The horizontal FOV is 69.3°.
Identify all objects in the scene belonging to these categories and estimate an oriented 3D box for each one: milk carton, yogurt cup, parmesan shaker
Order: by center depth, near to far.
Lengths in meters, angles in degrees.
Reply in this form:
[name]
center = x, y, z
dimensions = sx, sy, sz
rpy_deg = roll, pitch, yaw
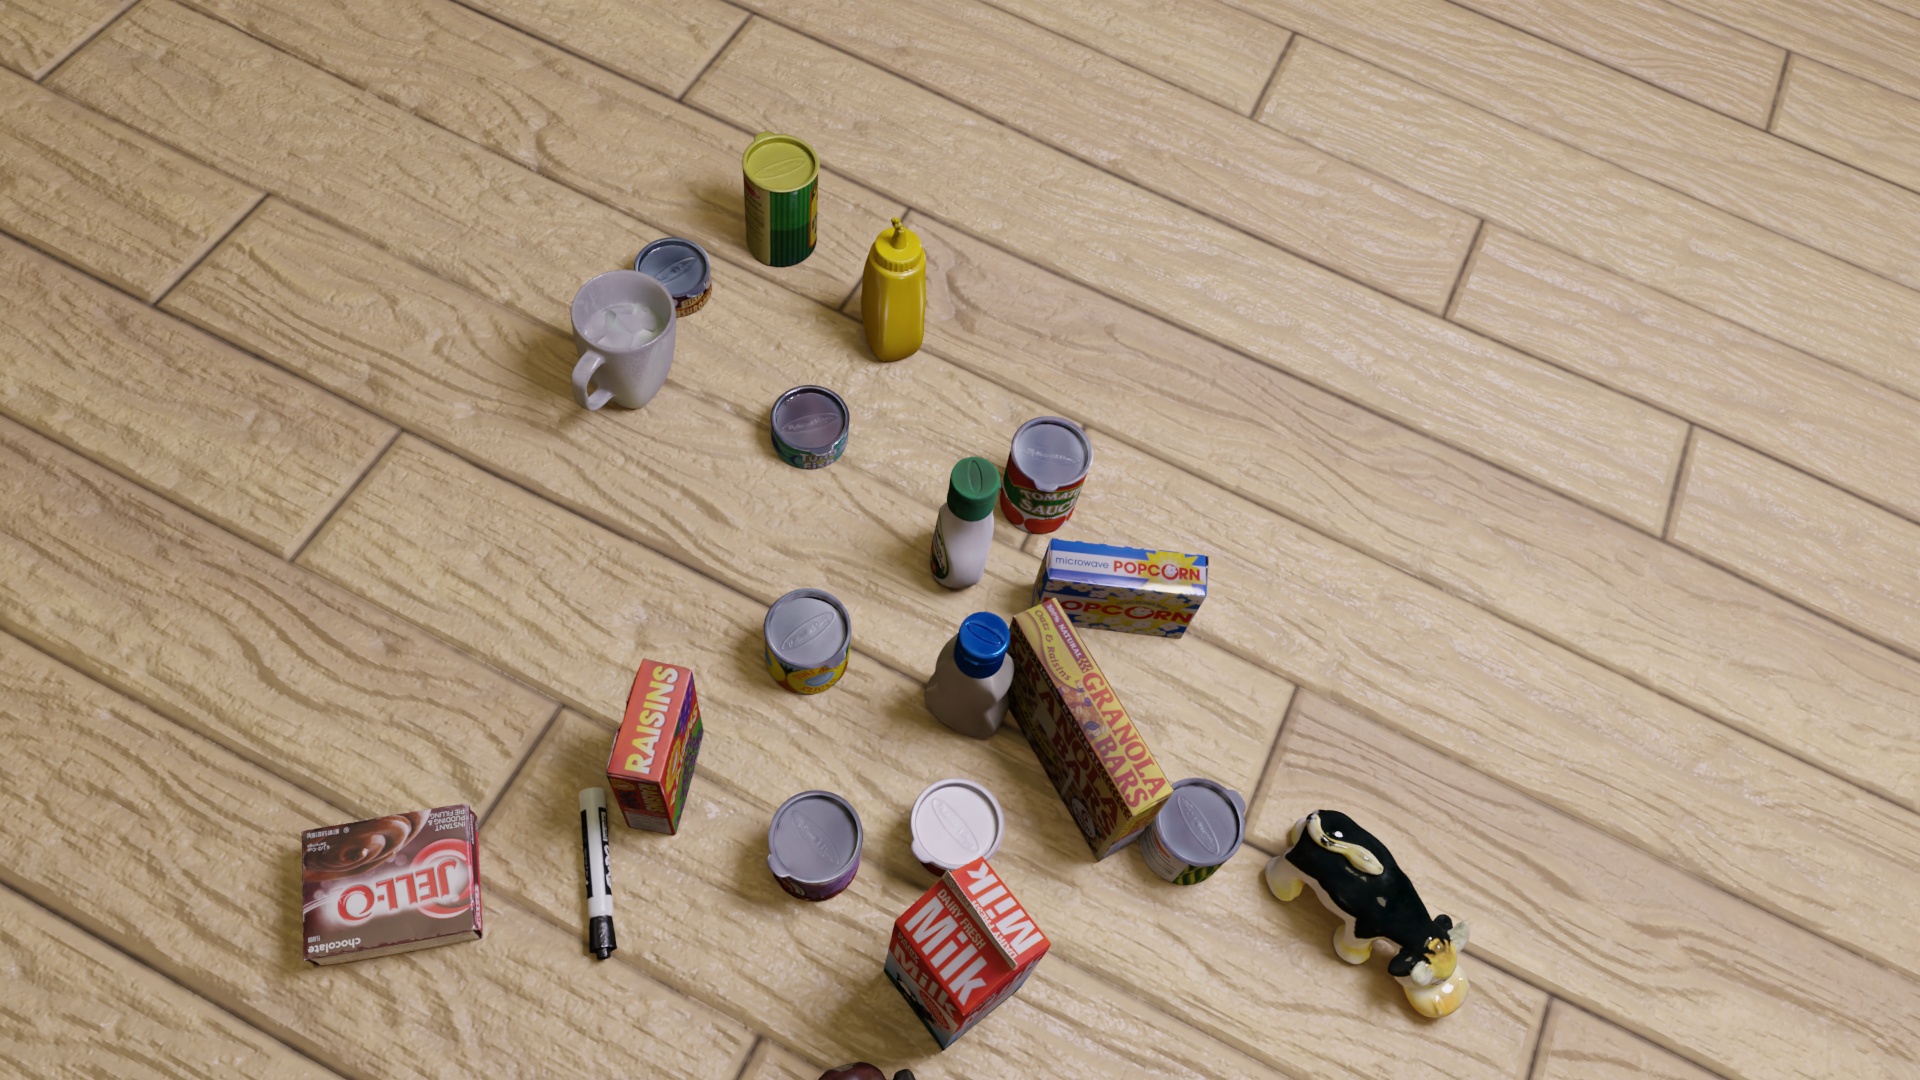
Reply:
[milk carton]
center = 0.003, 0.267, 0.904
dimensions = 0.074, 0.189, 0.072
rpy_deg = -33, 71, -21
[yogurt cup]
center = -0.005, 0.213, 1.010
dimensions = 0.072, 0.053, 0.073
rpy_deg = 3, 62, -5
[parmesan shaker]
center = -0.161, -0.304, 1.240
dimensions = 0.071, 0.102, 0.071
rpy_deg = 3, 62, -5

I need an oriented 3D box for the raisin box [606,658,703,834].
[raisin box]
center = -0.214, 0.147, 0.981
dimensions = 0.040, 0.122, 0.086
rpy_deg = 12, 62, 0

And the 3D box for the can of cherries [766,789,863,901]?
[can of cherries]
center = -0.106, 0.220, 0.991
dimensions = 0.071, 0.058, 0.072
rpy_deg = 3, 62, -5

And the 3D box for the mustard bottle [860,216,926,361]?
[mustard bottle]
center = -0.055, -0.217, 1.174
dimensions = 0.049, 0.159, 0.065
rpy_deg = -16, 65, -14

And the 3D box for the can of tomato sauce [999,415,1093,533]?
[can of tomato sauce]
center = 0.069, -0.051, 1.143
dimensions = 0.071, 0.082, 0.071
rpy_deg = 3, 62, -5

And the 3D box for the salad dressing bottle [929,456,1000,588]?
[salad dressing bottle]
center = 0.004, -0.014, 1.079
dimensions = 0.044, 0.147, 0.064
rpy_deg = -3, 63, -8

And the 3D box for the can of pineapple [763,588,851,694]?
[can of pineapple]
center = -0.117, 0.080, 1.066
dimensions = 0.071, 0.057, 0.071
rpy_deg = 3, 62, -5

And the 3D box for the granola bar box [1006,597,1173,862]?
[granola bar box]
center = 0.086, 0.140, 1.020
dimensions = 0.039, 0.123, 0.166
rpy_deg = -23, 67, -18

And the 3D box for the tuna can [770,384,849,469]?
[tuna can]
center = -0.126, -0.093, 1.171
dimensions = 0.071, 0.032, 0.071
rpy_deg = 3, 62, -5

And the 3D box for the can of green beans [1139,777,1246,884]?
[can of green beans]
center = 0.170, 0.216, 1.027
dimensions = 0.071, 0.057, 0.071
rpy_deg = 3, 62, -5

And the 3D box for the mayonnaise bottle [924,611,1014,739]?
[mayonnaise bottle]
center = 0.010, 0.098, 1.019
dimensions = 0.065, 0.147, 0.041
rpy_deg = 28, 63, 8

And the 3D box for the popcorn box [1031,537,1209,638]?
[popcorn box]
center = 0.124, 0.039, 1.101
dimensions = 0.127, 0.084, 0.038
rpy_deg = 6, 62, -3

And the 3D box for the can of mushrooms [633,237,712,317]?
[can of mushrooms]
center = -0.252, -0.231, 1.230
dimensions = 0.071, 0.033, 0.071
rpy_deg = 3, 62, -5
